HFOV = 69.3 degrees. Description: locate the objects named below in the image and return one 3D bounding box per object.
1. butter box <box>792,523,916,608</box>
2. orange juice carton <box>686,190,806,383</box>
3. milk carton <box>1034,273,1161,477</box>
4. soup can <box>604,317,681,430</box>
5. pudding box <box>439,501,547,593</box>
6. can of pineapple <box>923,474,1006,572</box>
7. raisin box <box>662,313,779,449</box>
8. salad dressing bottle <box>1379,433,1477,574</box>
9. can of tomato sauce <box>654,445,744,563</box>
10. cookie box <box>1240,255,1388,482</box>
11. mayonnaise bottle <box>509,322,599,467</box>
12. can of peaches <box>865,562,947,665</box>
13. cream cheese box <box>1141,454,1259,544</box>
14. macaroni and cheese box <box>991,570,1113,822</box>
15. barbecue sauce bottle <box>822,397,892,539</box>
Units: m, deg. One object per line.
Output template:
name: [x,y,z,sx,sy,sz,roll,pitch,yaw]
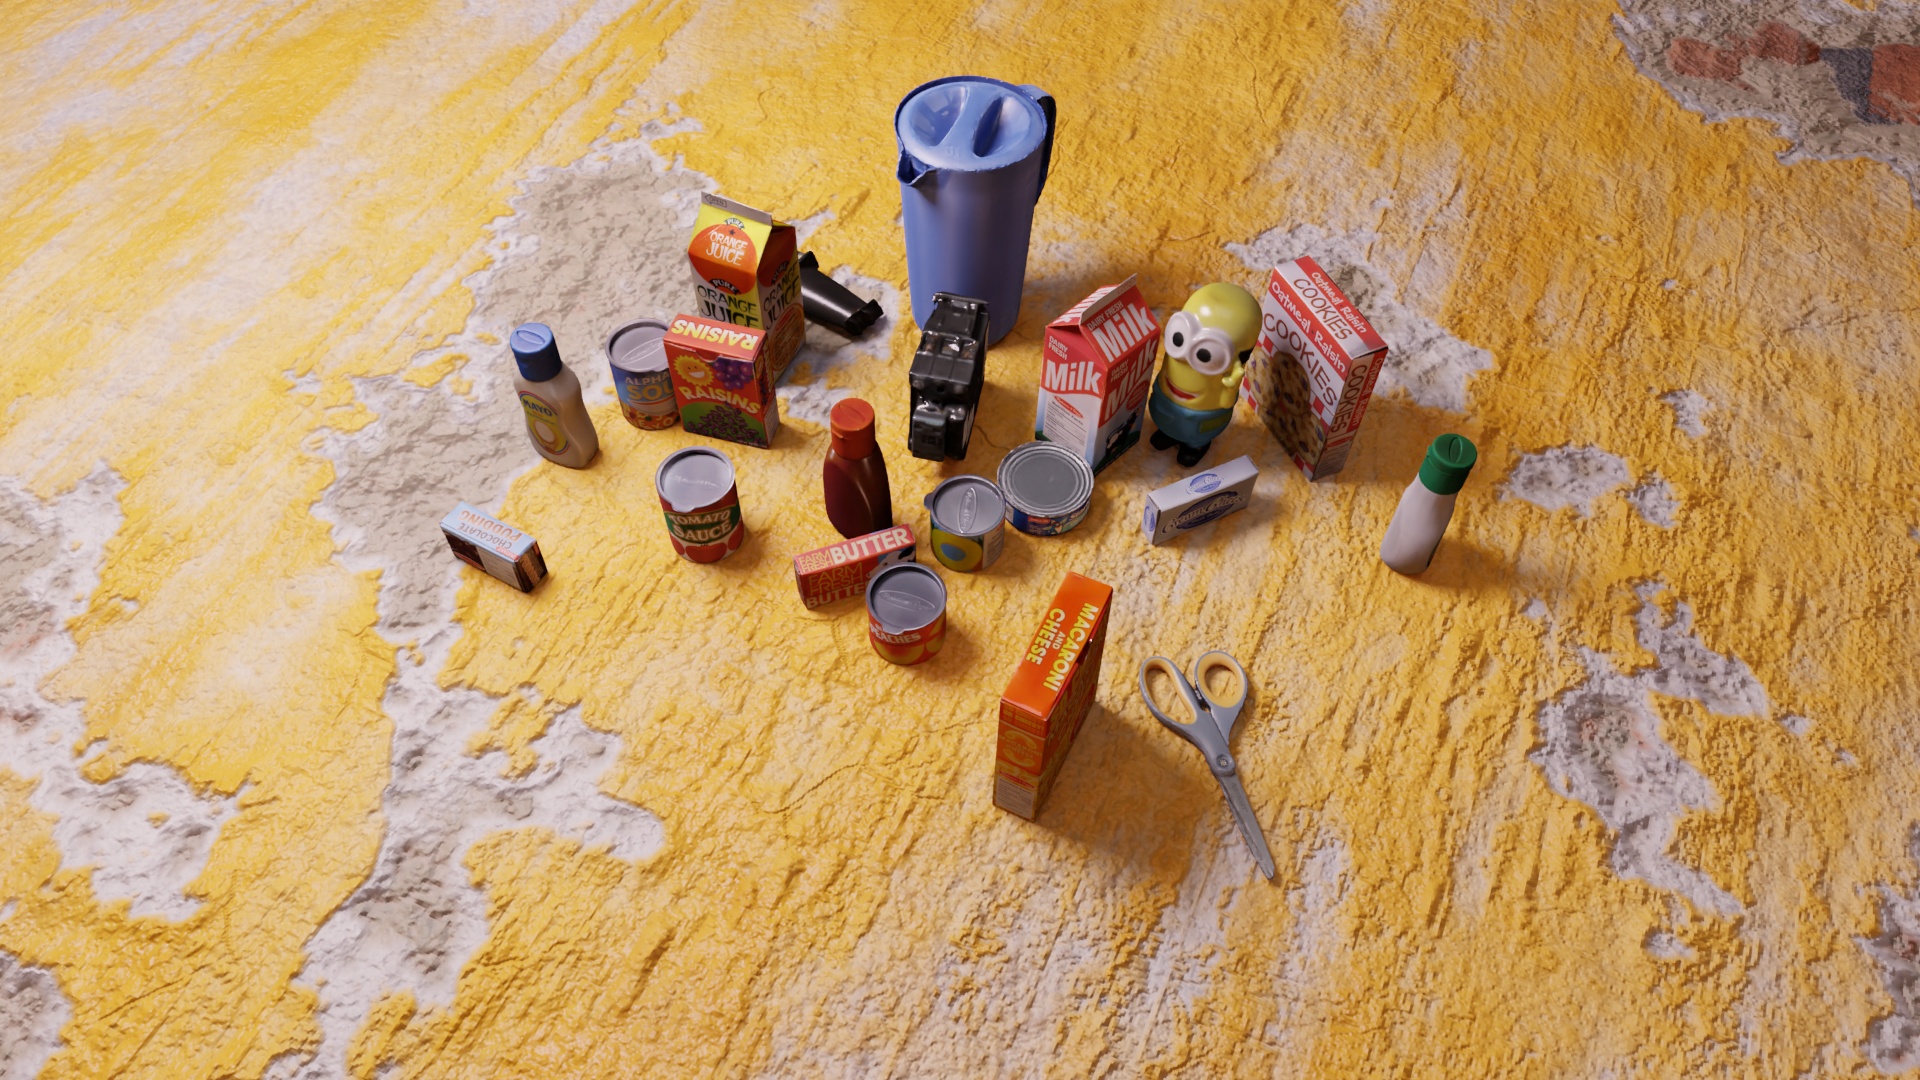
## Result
butter box: [-0.088,0.022,1.177,0.104,0.052,0.024,-16,56,-13]
orange juice carton: [-0.196,-0.237,1.277,0.072,0.191,0.073,21,57,13]
milk carton: [0.121,-0.150,1.222,0.073,0.189,0.072,39,62,24]
soup can: [-0.285,-0.150,1.279,0.071,0.083,0.072,1,54,-1]
pudding box: [-0.398,0.006,1.183,0.084,0.049,0.030,24,57,16]
can of pineapple: [0.004,-0.015,1.203,0.071,0.057,0.071,1,54,-1]
raisin box: [-0.214,-0.142,1.250,0.086,0.122,0.040,14,55,8]
salad dressing bottle: [0.393,-0.030,1.168,0.044,0.146,0.064,16,55,10]
can of tomato sauce: [-0.222,-0.028,1.192,0.071,0.082,0.071,1,54,-1]
cookie box: [0.313,-0.152,1.243,0.040,0.166,0.123,-20,57,-15]
mayonnaise bottle: [-0.361,-0.127,1.221,0.065,0.147,0.041,22,57,14]
can of peaches: [-0.045,0.063,1.145,0.071,0.057,0.071,1,54,-1]
cream cheese box: [0.211,-0.035,1.226,0.104,0.053,0.024,-21,57,-16]
macaroni and cheese box: [0.069,0.119,1.040,0.040,0.165,0.124,22,57,14]
barbecue sauce bottle: [-0.089,-0.059,1.177,0.065,0.147,0.044,36,61,22]
